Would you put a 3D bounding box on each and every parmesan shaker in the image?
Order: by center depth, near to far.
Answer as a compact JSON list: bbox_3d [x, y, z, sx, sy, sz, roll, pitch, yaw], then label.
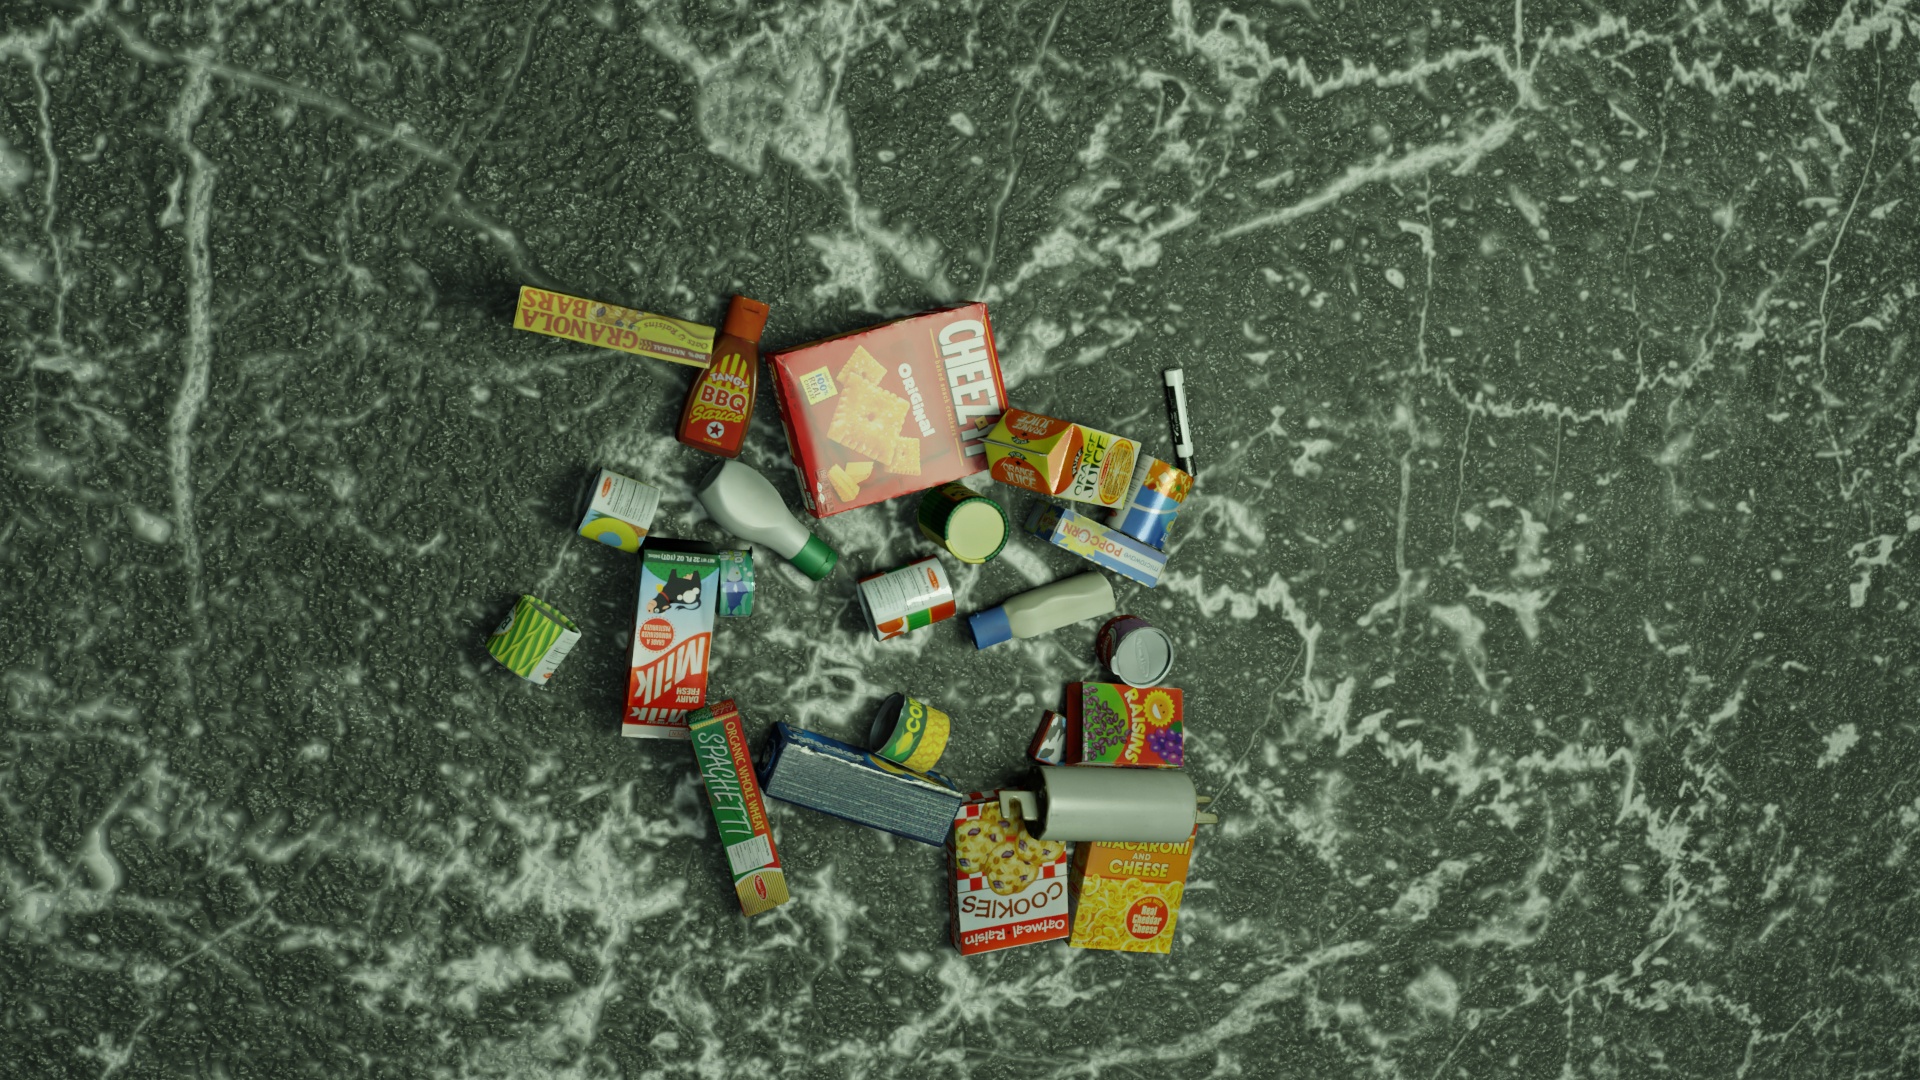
[{"bbox_3d":[0.005,-0.017,1.366,0.071,0.103,0.071,-3,101,-16],"label":"parmesan shaker"}]

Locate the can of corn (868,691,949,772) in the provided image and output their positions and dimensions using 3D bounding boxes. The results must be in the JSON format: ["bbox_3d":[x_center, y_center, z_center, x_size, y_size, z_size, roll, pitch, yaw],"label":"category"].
[{"bbox_3d":[-0.050,0.193,1.405,0.058,0.071,0.071,27,92,-20],"label":"can of corn"}]

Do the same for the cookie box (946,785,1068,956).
[{"bbox_3d":[0.050,0.348,1.478,0.123,0.040,0.167,-6,100,-16],"label":"cookie box"}]

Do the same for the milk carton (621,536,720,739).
[{"bbox_3d":[-0.277,0.097,1.318,0.072,0.073,0.190,6,98,-18],"label":"milk carton"}]

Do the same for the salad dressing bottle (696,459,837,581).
[{"bbox_3d":[-0.184,-0.017,1.339,0.147,0.044,0.064,41,53,-23],"label":"salad dressing bottle"}]

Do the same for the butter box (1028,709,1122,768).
[{"bbox_3d":[0.129,0.223,1.487,0.103,0.024,0.053,24,91,-19],"label":"butter box"}]

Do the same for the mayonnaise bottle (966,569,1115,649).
[{"bbox_3d":[0.081,0.073,1.429,0.148,0.065,0.041,-18,108,-9],"label":"mayonnaise bottle"}]

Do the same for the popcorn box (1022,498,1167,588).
[{"bbox_3d":[0.137,0.003,1.419,0.127,0.085,0.038,24,92,-19],"label":"popcorn box"}]

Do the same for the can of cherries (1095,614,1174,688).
[{"bbox_3d":[0.181,0.116,1.466,0.071,0.058,0.071,-3,102,-16],"label":"can of cherries"}]

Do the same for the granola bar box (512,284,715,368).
[{"bbox_3d":[-0.307,-0.191,1.231,0.166,0.124,0.039,10,97,-18],"label":"granola bar box"}]

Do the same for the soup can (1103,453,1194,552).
[{"bbox_3d":[0.198,-0.039,1.440,0.071,0.071,0.083,25,92,-19],"label":"soup can"}]

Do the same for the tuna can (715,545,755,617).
[{"bbox_3d":[-0.217,0.039,1.329,0.033,0.071,0.071,0,100,-16],"label":"tuna can"}]

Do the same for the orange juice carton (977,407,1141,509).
[{"bbox_3d":[0.095,-0.080,1.345,0.193,0.072,0.073,7,100,-57],"label":"orange juice carton"}]

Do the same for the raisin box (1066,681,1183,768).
[{"bbox_3d":[0.174,0.196,1.469,0.123,0.040,0.086,6,75,-23],"label":"raisin box"}]

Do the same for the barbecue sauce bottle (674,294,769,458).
[{"bbox_3d":[-0.218,-0.156,1.307,0.065,0.044,0.148,17,94,-19],"label":"barbecue sauce bottle"}]

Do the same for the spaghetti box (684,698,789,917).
[{"bbox_3d":[-0.215,0.263,1.351,0.050,0.029,0.248,-17,122,-14],"label":"spaghetti box"}]

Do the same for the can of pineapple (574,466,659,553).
[{"bbox_3d":[-0.319,-0.027,1.289,0.058,0.071,0.071,22,93,-19],"label":"can of pineapple"}]

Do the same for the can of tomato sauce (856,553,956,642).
[{"bbox_3d":[-0.054,0.058,1.383,0.083,0.071,0.071,-19,105,-12],"label":"can of tomato sauce"}]

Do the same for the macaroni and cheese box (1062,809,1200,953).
[{"bbox_3d":[0.185,0.364,1.521,0.124,0.040,0.166,9,97,-18],"label":"macaroni and cheese box"}]

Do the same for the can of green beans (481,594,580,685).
[{"bbox_3d":[-0.395,0.091,1.286,0.071,0.071,0.058,37,88,-19],"label":"can of green beans"}]
